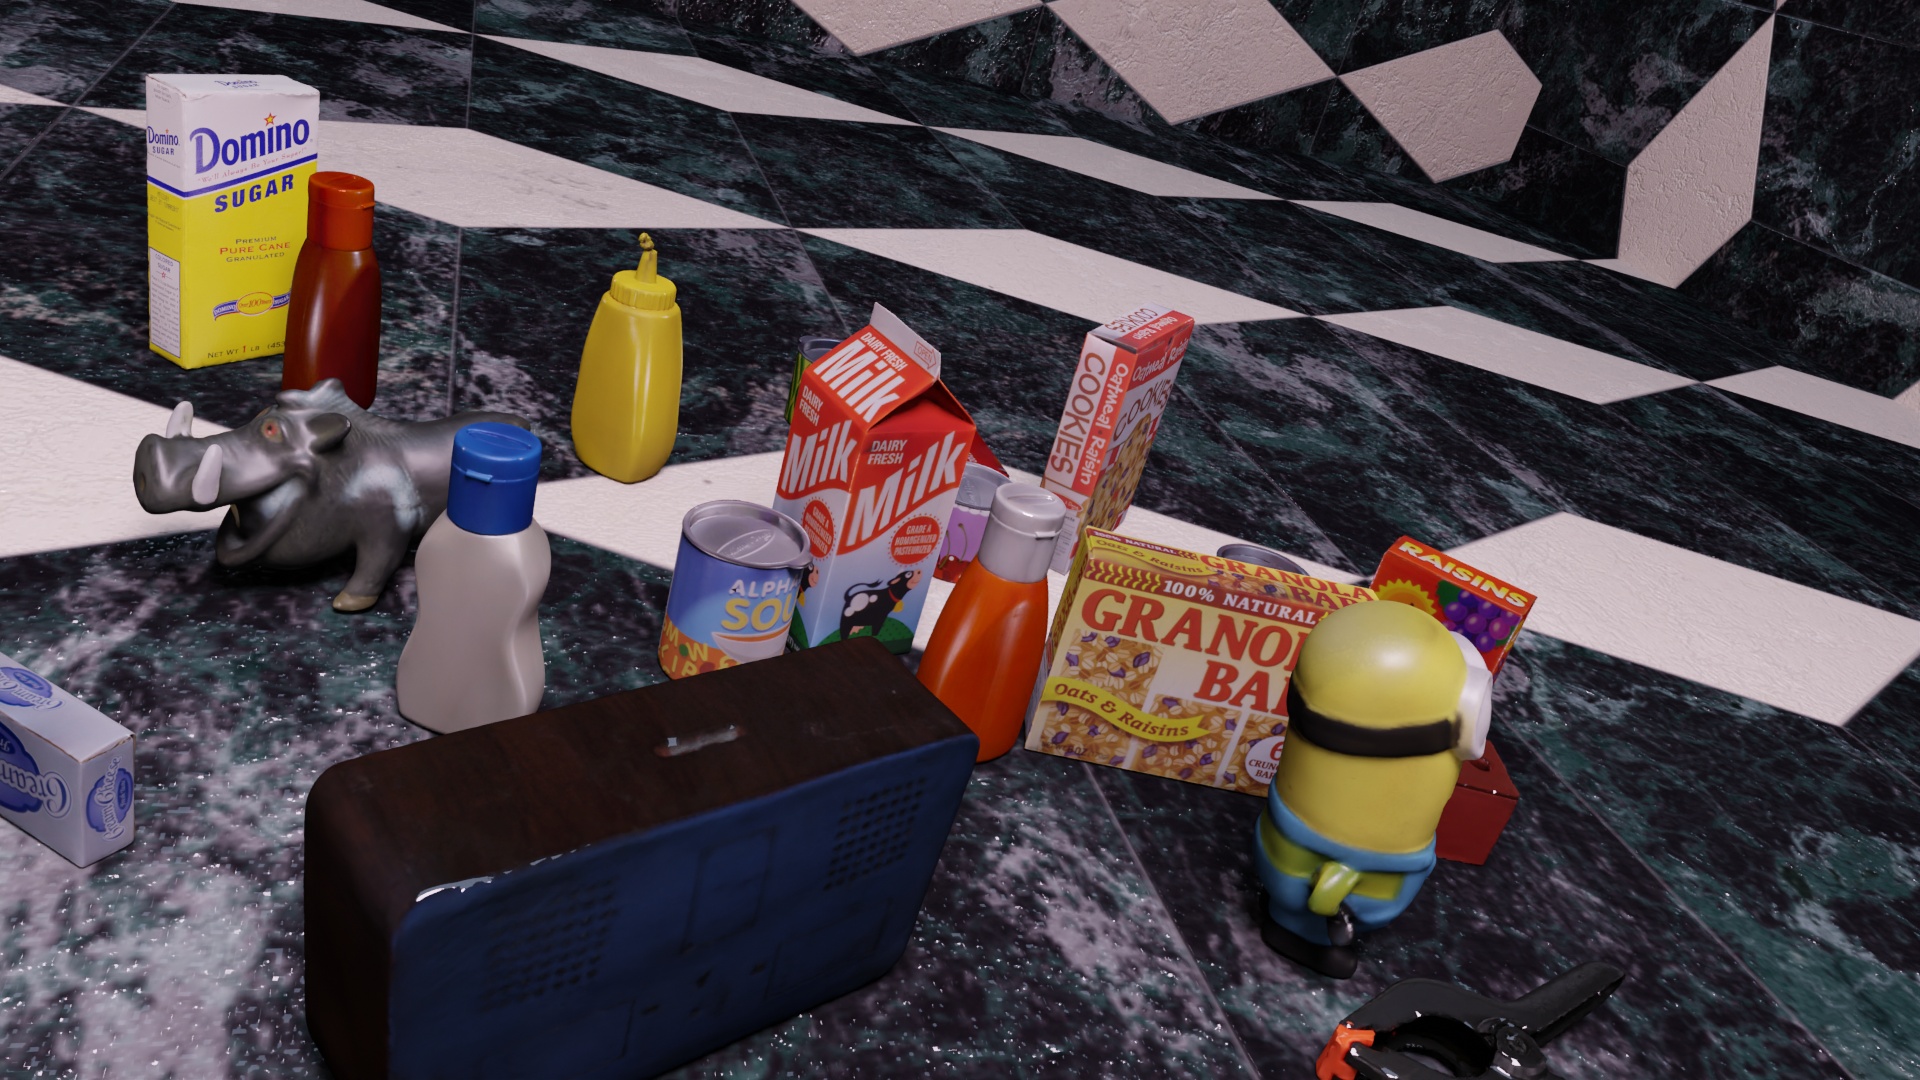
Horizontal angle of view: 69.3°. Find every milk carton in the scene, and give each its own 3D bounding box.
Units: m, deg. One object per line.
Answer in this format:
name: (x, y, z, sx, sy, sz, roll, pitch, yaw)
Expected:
milk carton: (-0.052, -0.030, 0.765, 0.073, 0.189, 0.072, -5, 33, -36)

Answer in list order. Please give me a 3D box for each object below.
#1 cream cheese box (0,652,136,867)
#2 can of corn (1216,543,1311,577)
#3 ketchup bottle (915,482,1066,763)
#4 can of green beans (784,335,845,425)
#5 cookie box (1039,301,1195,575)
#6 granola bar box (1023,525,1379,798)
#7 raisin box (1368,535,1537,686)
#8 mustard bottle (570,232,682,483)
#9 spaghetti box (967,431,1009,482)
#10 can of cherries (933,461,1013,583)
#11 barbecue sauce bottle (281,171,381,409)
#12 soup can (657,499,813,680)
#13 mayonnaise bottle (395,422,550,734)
cream cheese box: (-0.363, 0.078, 0.533, 0.104, 0.053, 0.024, 24, 27, 16)
can of corn: (0.191, 0.045, 0.905, 0.071, 0.058, 0.071, 13, 26, -7)
ketchup bottle: (0.017, 0.044, 0.708, 0.065, 0.148, 0.044, -2, 31, -33)
can of green beans: (-0.096, -0.114, 1.050, 0.071, 0.057, 0.071, 13, 26, -7)
cookie box: (0.103, -0.073, 0.961, 0.040, 0.166, 0.123, 25, 27, 17)
granola bar box: (0.129, 0.069, 0.749, 0.166, 0.123, 0.039, 13, 26, -8)
raisin box: (0.275, 0.071, 0.829, 0.086, 0.122, 0.040, 29, 29, 24)
mustard bottle: (-0.206, -0.117, 0.880, 0.065, 0.159, 0.049, 27, 28, 20)
spaghetti box: (-0.023, -0.086, 1.046, 0.029, 0.050, 0.251, 4, 29, -24)
can of cherries: (0.003, -0.011, 0.907, 0.071, 0.058, 0.072, 13, 26, -7)
barbecue sauce bottle: (-0.384, -0.150, 0.855, 0.044, 0.147, 0.065, 20, 26, 7)
soup can: (-0.117, 0.032, 0.727, 0.071, 0.083, 0.072, 13, 26, -7)
mayonnaise bottle: (-0.214, 0.020, 0.623, 0.065, 0.147, 0.041, 16, 26, -1)
